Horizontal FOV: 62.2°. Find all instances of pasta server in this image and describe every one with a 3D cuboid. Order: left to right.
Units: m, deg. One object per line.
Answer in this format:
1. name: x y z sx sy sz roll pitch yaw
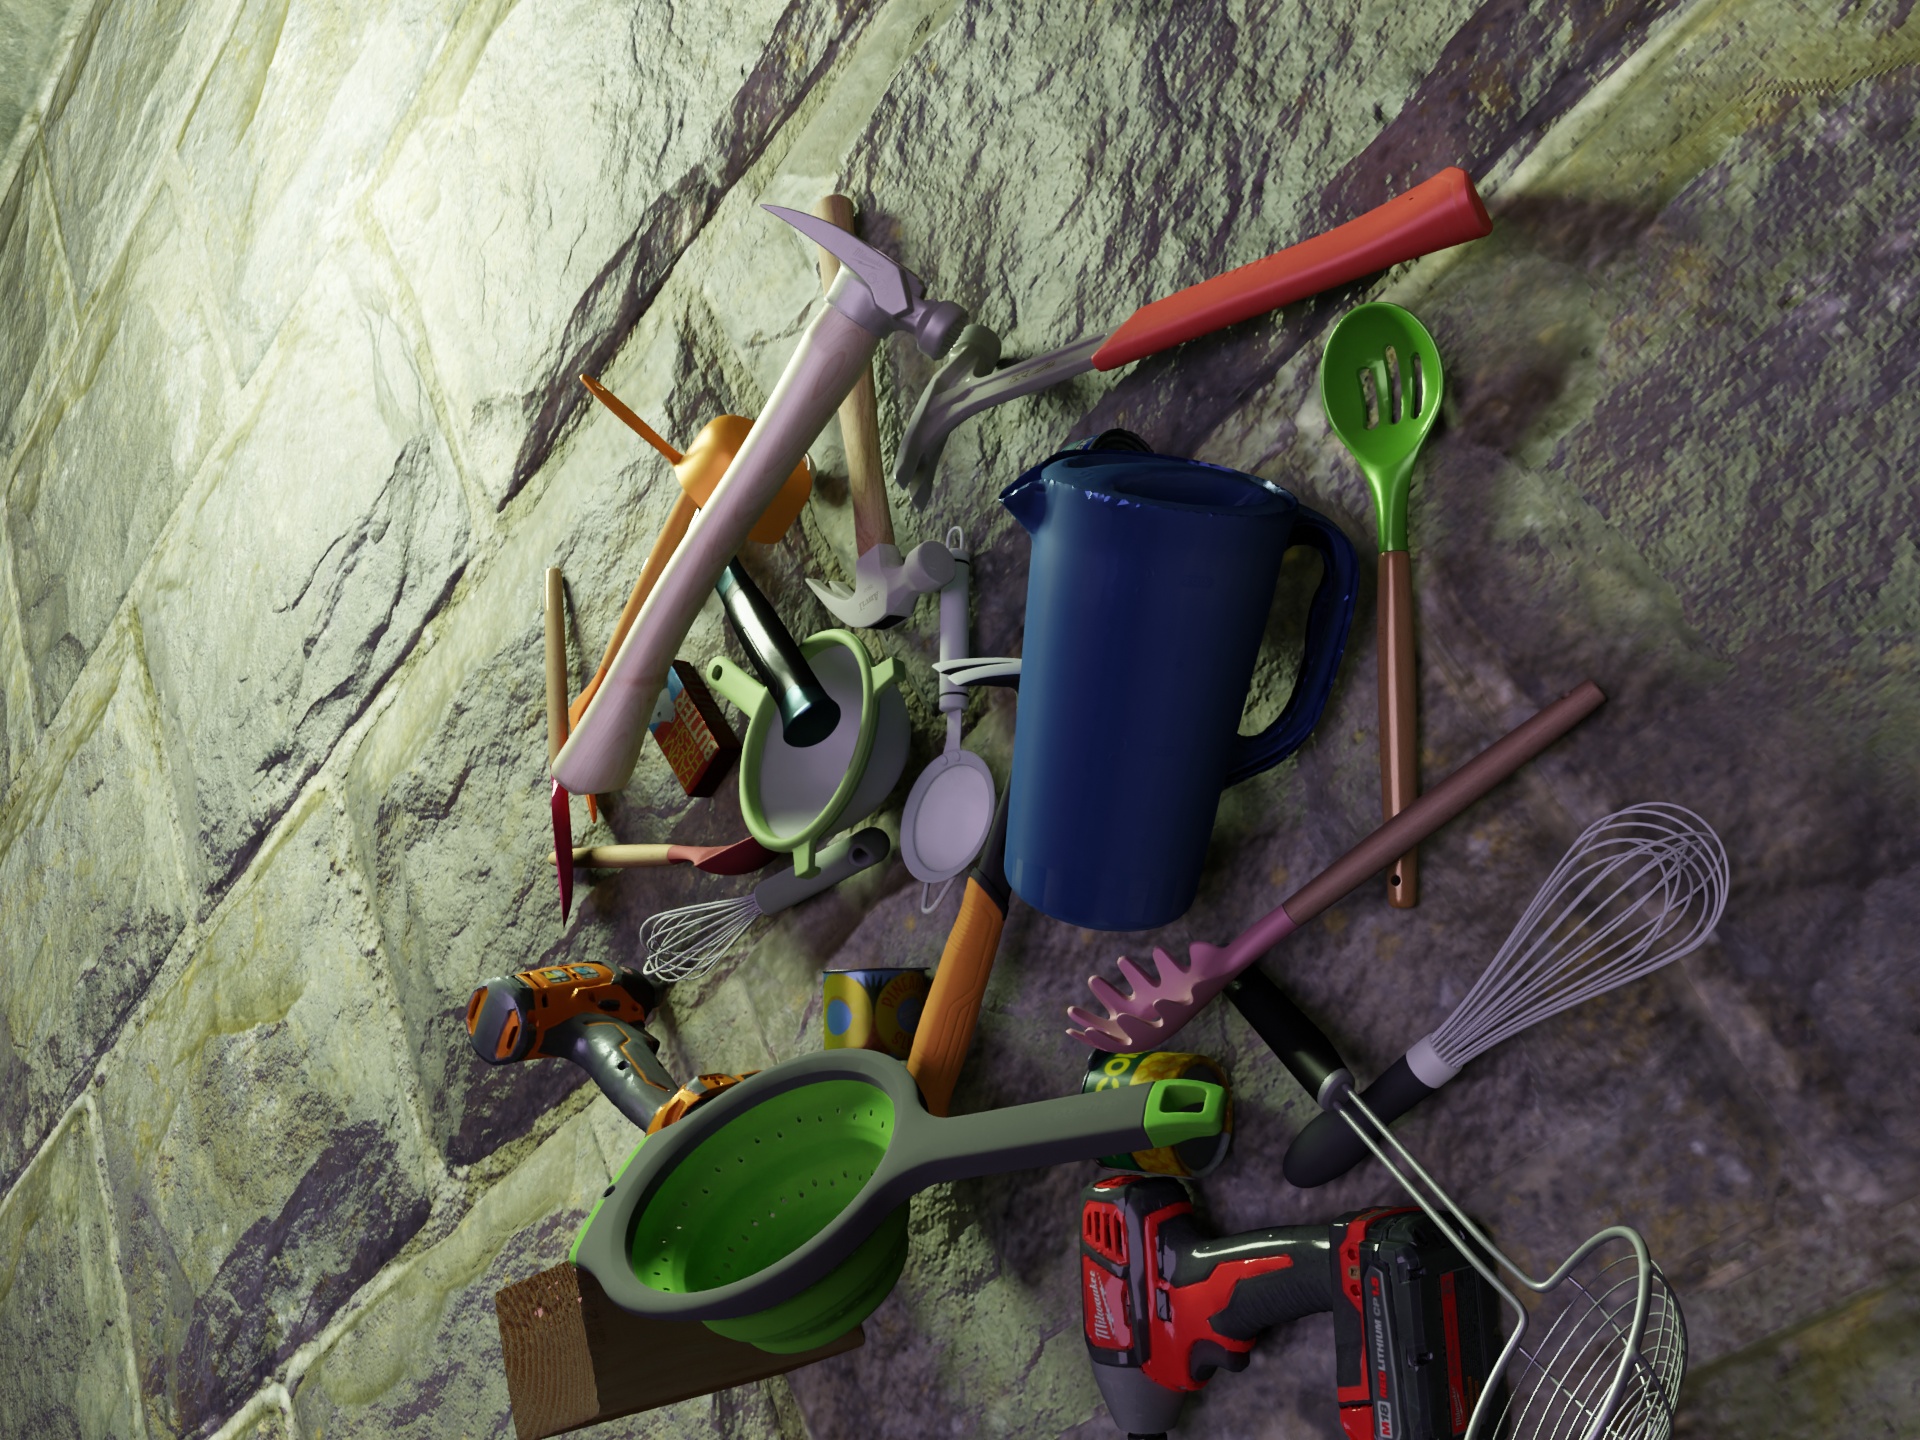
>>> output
1. pasta server: 0.183 0.077 0.800 0.316 0.060 0.040 -41 101 19

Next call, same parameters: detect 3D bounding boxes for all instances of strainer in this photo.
1. strainer: -0.104 0.005 1.096 0.257 0.069 0.151 31 99 56
2. strainer: -0.002 -0.003 1.011 0.087 0.050 0.259 -16 68 45

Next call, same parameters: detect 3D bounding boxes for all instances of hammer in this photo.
1. hammer: -0.164 -0.129 1.036 0.146 0.038 0.410 35 104 4
2. hammer: -0.152 -0.081 1.112 0.128 0.033 0.331 -59 36 19
3. hammer: -0.072 -0.217 1.102 0.130 0.031 0.331 -31 61 47
4. hammer: 0.004 0.125 0.947 0.034 0.127 0.336 37 115 55
5. hammer: 0.119 -0.222 0.904 0.359 0.036 0.149 -13 43 36

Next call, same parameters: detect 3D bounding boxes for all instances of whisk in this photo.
1. whisk: -0.141 0.128 1.119 0.246 0.059 0.057 -29 105 32
2. whisk: 0.247 0.144 0.754 0.284 0.070 0.070 -52 54 31

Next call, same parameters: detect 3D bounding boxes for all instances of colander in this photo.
1. colander: -0.027 0.269 0.875 0.397 0.205 0.094 -17 112 27

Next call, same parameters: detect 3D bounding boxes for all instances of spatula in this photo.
1. spatula: -0.248 -0.058 1.206 0.322 0.041 0.081 -57 41 31

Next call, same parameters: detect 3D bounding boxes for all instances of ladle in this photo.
1. ladle: -0.231 0.101 1.202 0.315 0.069 0.031 -7 99 47

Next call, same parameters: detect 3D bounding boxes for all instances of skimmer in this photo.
1. skimmer: 0.179 0.194 0.703 0.127 0.090 0.364 -61 29 13

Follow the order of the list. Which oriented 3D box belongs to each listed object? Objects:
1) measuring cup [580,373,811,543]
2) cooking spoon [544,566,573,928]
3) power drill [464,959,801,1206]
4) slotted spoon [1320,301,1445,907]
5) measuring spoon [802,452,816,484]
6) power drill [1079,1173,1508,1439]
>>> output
1. measuring cup: -0.177 -0.195 1.083 0.173 0.095 0.052 39 112 -9
2. cooking spoon: -0.327 0.014 1.295 0.068 0.017 0.319 114 150 -62
3. power drill: -0.212 0.241 1.106 0.227 0.164 0.084 29 104 28
4. slotted spoon: 0.223 -0.061 0.824 0.070 0.031 0.314 -6 82 43
5. measuring spoon: -0.111 -0.221 1.162 0.034 0.018 0.124 -4 75 42
6. power drill: 0.153 0.309 0.803 0.220 0.078 0.143 -11 76 44
